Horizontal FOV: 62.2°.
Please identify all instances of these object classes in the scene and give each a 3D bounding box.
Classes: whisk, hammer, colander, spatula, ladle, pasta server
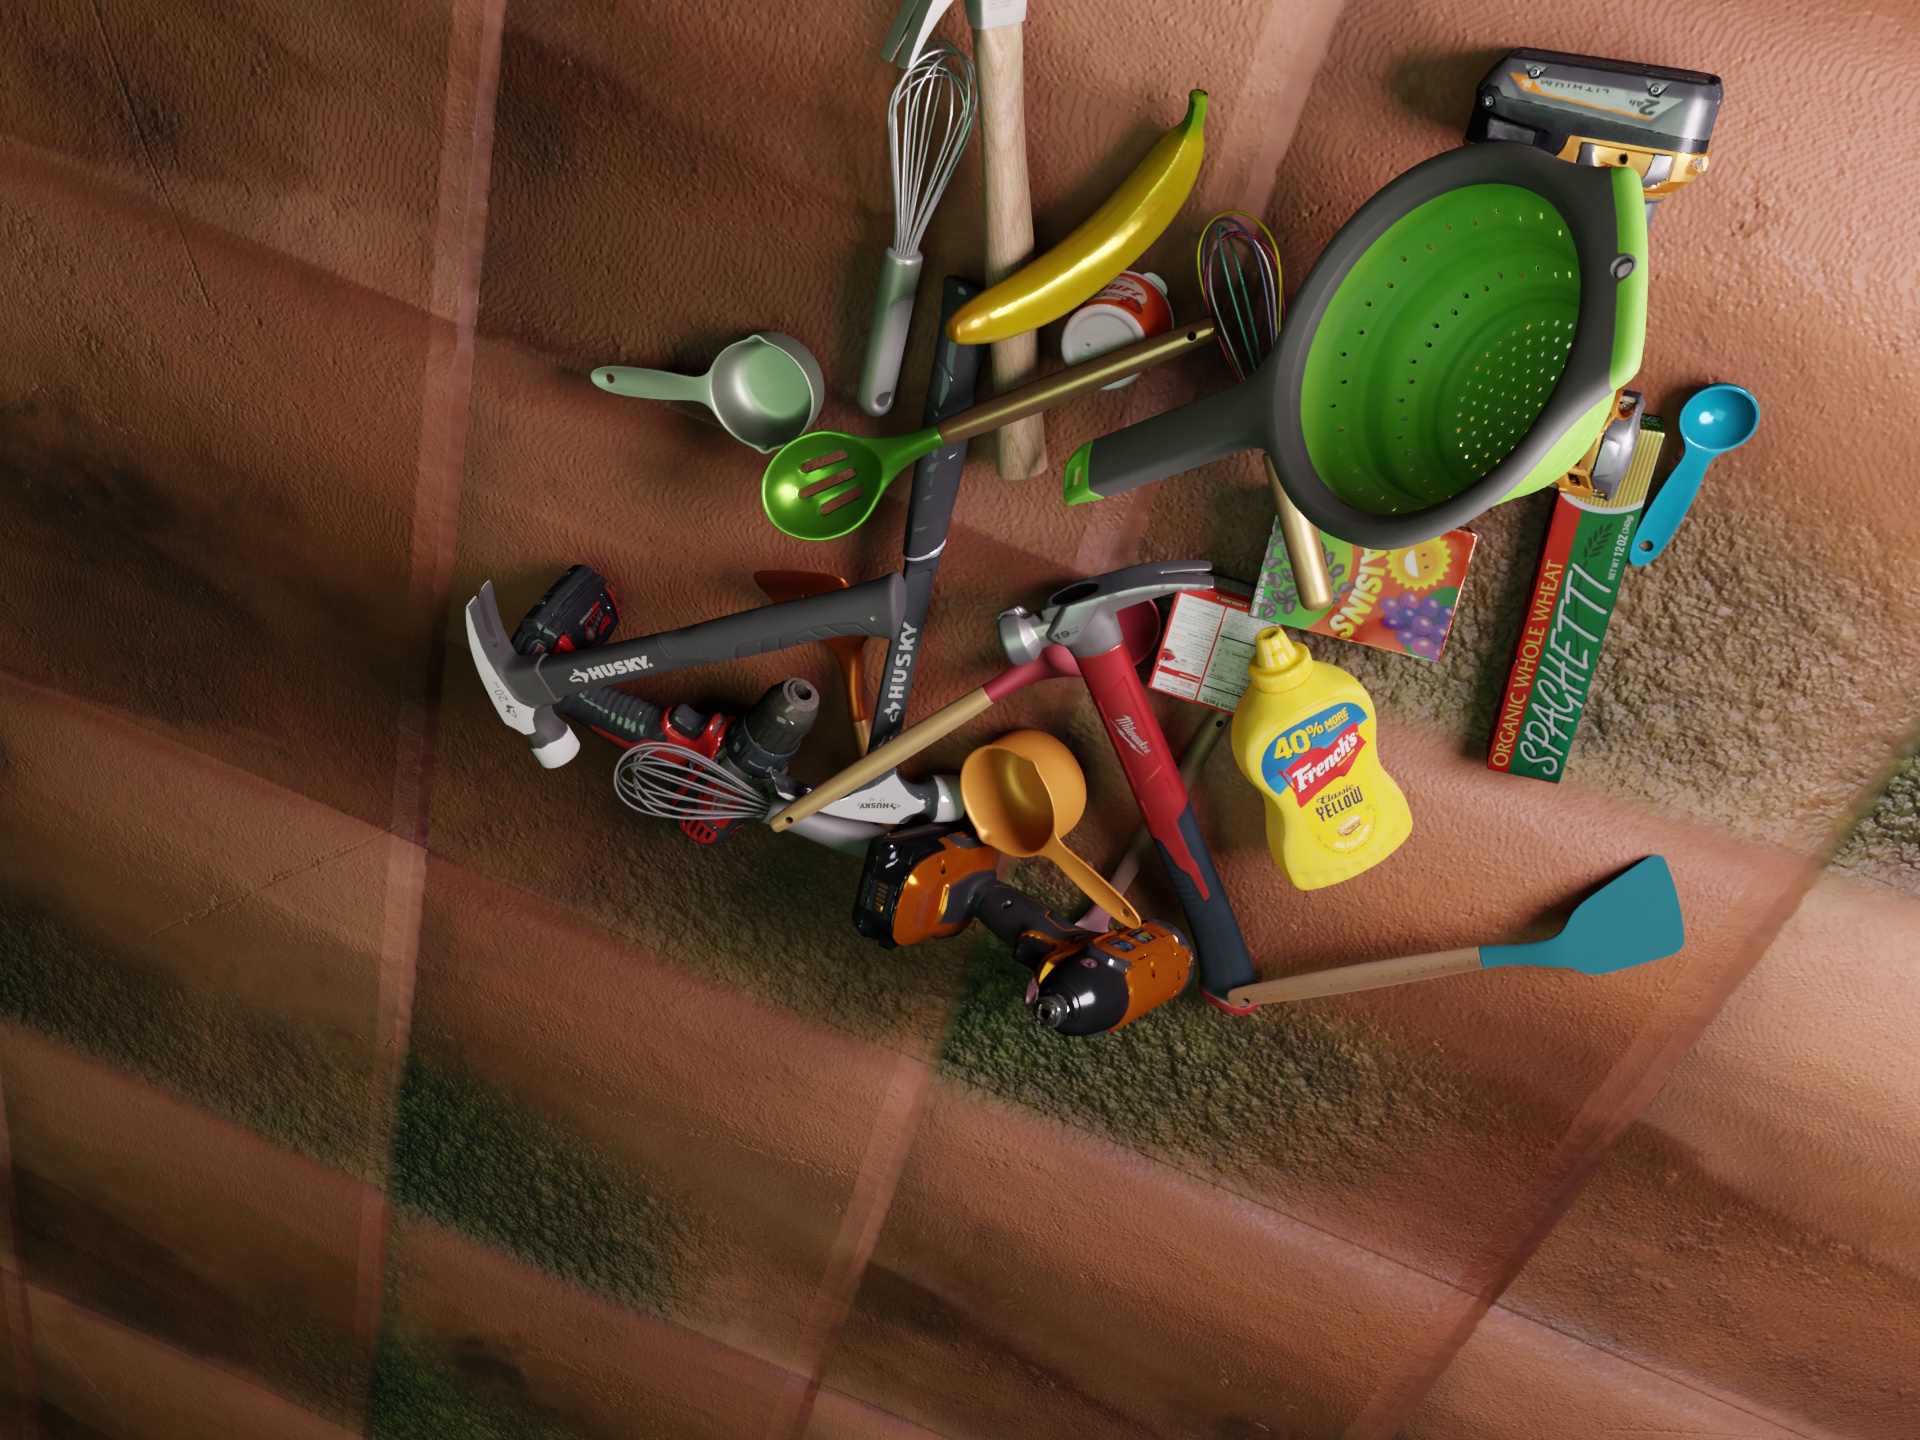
[{"bbox_3d":[0.190,-0.185,0.958,0.047,0.051,0.245,-15,101,10],"label":"whisk"},{"bbox_3d":[-0.144,0.068,1.178,0.238,0.055,0.055,20,129,-25],"label":"whisk"},{"bbox_3d":[-0.189,-0.055,1.094,0.335,0.035,0.146,-11,124,23],"label":"hammer"},{"bbox_3d":[-0.034,-0.102,1.093,0.149,0.036,0.408,0,121,-21],"label":"hammer"},{"bbox_3d":[-0.033,-0.300,0.996,0.059,0.058,0.246,45,137,32],"label":"whisk"},{"bbox_3d":[0.026,-0.296,0.952,0.031,0.130,0.331,44,147,46],"label":"hammer"},{"bbox_3d":[0.212,-0.167,0.872,0.094,0.204,0.397,14,165,-34],"label":"colander"},{"bbox_3d":[0.160,0.062,1.116,0.143,0.038,0.386,-16,123,16],"label":"hammer"},{"bbox_3d":[0.344,0.168,1.132,0.317,0.044,0.082,-14,115,23],"label":"spatula"},{"bbox_3d":[-0.002,-0.004,1.115,0.315,0.031,0.069,-31,109,10],"label":"ladle"},{"bbox_3d":[-0.077,0.023,1.206,0.081,0.041,0.322,6,123,30],"label":"spatula"},{"bbox_3d":[0.128,0.111,1.189,0.060,0.040,0.316,18,124,-12],"label":"pasta server"}]

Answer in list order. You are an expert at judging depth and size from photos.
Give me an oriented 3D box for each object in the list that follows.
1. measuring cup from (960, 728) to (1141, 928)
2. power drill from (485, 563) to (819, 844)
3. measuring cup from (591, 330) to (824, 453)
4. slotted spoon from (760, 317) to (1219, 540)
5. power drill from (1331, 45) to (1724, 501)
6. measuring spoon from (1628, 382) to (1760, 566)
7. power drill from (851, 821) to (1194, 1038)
[{"bbox_3d":[0.078,0.078,1.148,0.174,0.052,0.095,44,134,15],"label":"measuring cup"},{"bbox_3d":[-0.226,-0.017,1.204,0.226,0.080,0.188,36,133,-8],"label":"power drill"},{"bbox_3d":[-0.171,-0.233,1.089,0.167,0.038,0.083,9,122,16],"label":"measuring cup"},{"bbox_3d":[0.013,-0.186,0.989,0.314,0.031,0.070,-17,102,24],"label":"slotted spoon"},{"bbox_3d":[0.300,-0.246,0.879,0.185,0.084,0.226,17,122,18],"label":"power drill"},{"bbox_3d":[0.430,-0.147,0.946,0.042,0.021,0.128,18,133,6],"label":"measuring spoon"},{"bbox_3d":[0.035,0.153,1.138,0.227,0.164,0.084,24,109,29],"label":"power drill"}]
